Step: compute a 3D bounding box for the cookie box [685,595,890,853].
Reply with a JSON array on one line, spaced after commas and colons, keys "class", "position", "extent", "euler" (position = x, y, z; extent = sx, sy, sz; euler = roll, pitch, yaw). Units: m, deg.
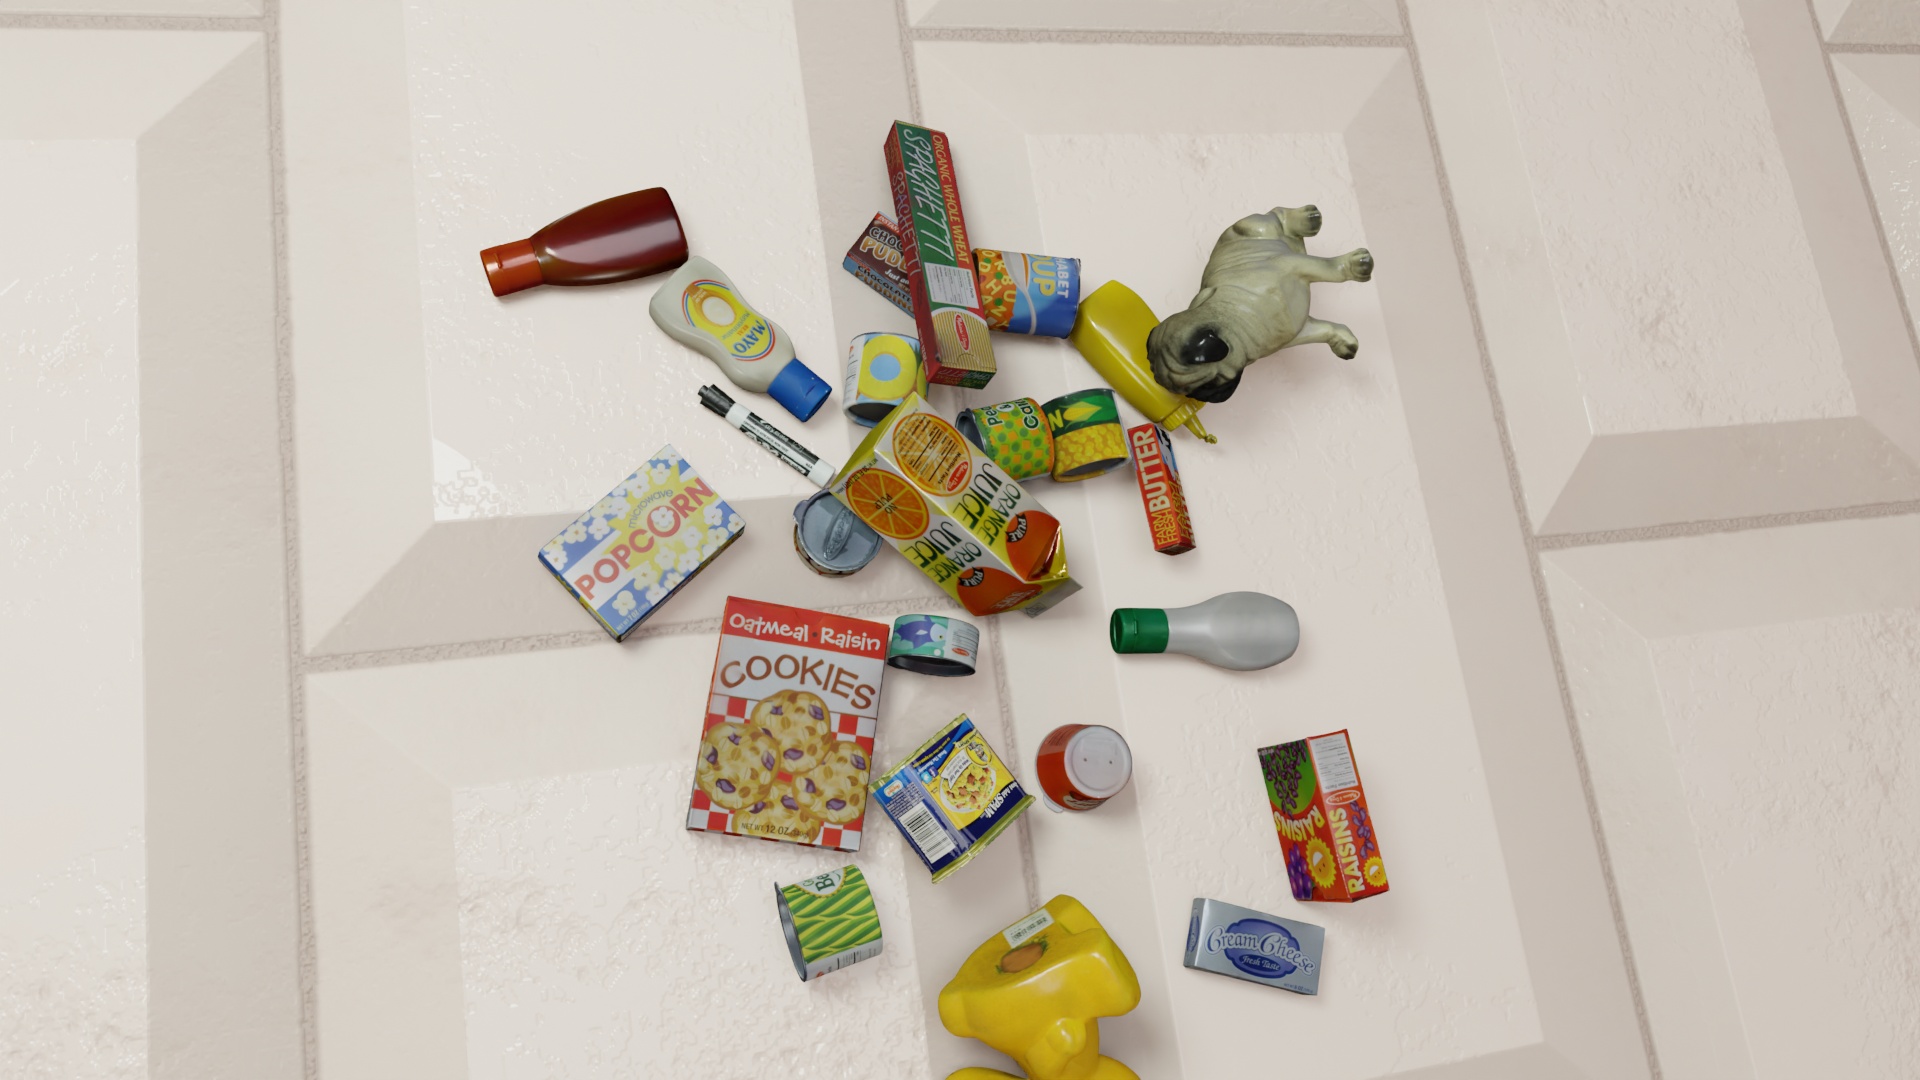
[{"class": "cookie box", "position": [-0.124, 0.134, 1.010], "extent": [0.123, 0.040, 0.168], "euler": [11, 73, -11]}]

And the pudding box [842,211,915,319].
[{"class": "pudding box", "position": [-0.047, -0.222, 1.129], "extent": [0.084, 0.030, 0.050], "euler": [36, 69, -3]}]

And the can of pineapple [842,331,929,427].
[{"class": "can of pineapple", "position": [-0.055, -0.123, 1.082], "extent": [0.071, 0.071, 0.058], "euler": [10, 75, -12]}]

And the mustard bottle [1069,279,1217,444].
[{"class": "mustard bottle", "position": [0.156, -0.139, 1.149], "extent": [0.065, 0.048, 0.160], "euler": [-38, 88, -26]}]

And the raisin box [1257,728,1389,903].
[{"class": "raisin box", "position": [0.277, 0.213, 1.069], "extent": [0.040, 0.086, 0.123], "euler": [-9, 78, -18]}]

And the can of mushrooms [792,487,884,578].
[{"class": "can of mushrooms", "position": [-0.095, -0.007, 1.059], "extent": [0.071, 0.033, 0.071], "euler": [3, 76, -14]}]

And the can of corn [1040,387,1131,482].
[{"class": "can of corn", "position": [0.096, -0.083, 1.111], "extent": [0.071, 0.071, 0.058], "euler": [-11, 79, -17]}]

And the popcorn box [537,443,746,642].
[{"class": "popcorn box", "position": [-0.232, 0.002, 1.018], "extent": [0.085, 0.038, 0.127], "euler": [46, 70, 1]}]

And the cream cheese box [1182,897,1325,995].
[{"class": "cream cheese box", "position": [0.225, 0.310, 1.063], "extent": [0.104, 0.024, 0.053], "euler": [16, 71, -10]}]

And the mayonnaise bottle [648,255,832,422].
[{"class": "mayonnaise bottle", "position": [-0.166, -0.152, 1.074], "extent": [0.148, 0.041, 0.065], "euler": [40, 68, -1]}]

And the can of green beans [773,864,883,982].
[{"class": "can of green beans", "position": [-0.092, 0.266, 0.970], "extent": [0.058, 0.071, 0.071], "euler": [-15, 80, -18]}]

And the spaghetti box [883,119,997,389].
[{"class": "spaghetti box", "position": [-0.018, -0.230, 1.101], "extent": [0.050, 0.028, 0.251], "euler": [5, 58, -27]}]

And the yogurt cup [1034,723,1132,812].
[{"class": "yogurt cup", "position": [0.096, 0.170, 1.051], "extent": [0.072, 0.053, 0.072], "euler": [4, 74, -14]}]

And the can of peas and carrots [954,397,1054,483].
[{"class": "can of peas and carrots", "position": [0.034, -0.077, 1.091], "extent": [0.059, 0.070, 0.071], "euler": [-14, 80, -18]}]

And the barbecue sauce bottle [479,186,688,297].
[{"class": "barbecue sauce bottle", "position": [-0.288, -0.223, 1.061], "extent": [0.149, 0.043, 0.065], "euler": [-19, 81, -18]}]

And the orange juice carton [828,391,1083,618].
[{"class": "orange juice carton", "position": [0.004, -0.013, 1.047], "extent": [0.192, 0.071, 0.073], "euler": [41, 50, -11]}]

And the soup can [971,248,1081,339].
[{"class": "soup can", "position": [0.049, -0.203, 1.127], "extent": [0.084, 0.071, 0.071], "euler": [4, 75, -13]}]

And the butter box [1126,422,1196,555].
[{"class": "butter box", "position": [0.163, -0.041, 1.123], "extent": [0.024, 0.053, 0.103], "euler": [-16, 78, 21]}]

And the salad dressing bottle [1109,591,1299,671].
[{"class": "salad dressing bottle", "position": [0.194, 0.072, 1.108], "extent": [0.148, 0.044, 0.064], "euler": [1, 77, -13]}]

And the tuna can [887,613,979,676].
[{"class": "tuna can", "position": [-0.021, 0.079, 1.040], "extent": [0.071, 0.071, 0.033], "euler": [12, 73, -11]}]
